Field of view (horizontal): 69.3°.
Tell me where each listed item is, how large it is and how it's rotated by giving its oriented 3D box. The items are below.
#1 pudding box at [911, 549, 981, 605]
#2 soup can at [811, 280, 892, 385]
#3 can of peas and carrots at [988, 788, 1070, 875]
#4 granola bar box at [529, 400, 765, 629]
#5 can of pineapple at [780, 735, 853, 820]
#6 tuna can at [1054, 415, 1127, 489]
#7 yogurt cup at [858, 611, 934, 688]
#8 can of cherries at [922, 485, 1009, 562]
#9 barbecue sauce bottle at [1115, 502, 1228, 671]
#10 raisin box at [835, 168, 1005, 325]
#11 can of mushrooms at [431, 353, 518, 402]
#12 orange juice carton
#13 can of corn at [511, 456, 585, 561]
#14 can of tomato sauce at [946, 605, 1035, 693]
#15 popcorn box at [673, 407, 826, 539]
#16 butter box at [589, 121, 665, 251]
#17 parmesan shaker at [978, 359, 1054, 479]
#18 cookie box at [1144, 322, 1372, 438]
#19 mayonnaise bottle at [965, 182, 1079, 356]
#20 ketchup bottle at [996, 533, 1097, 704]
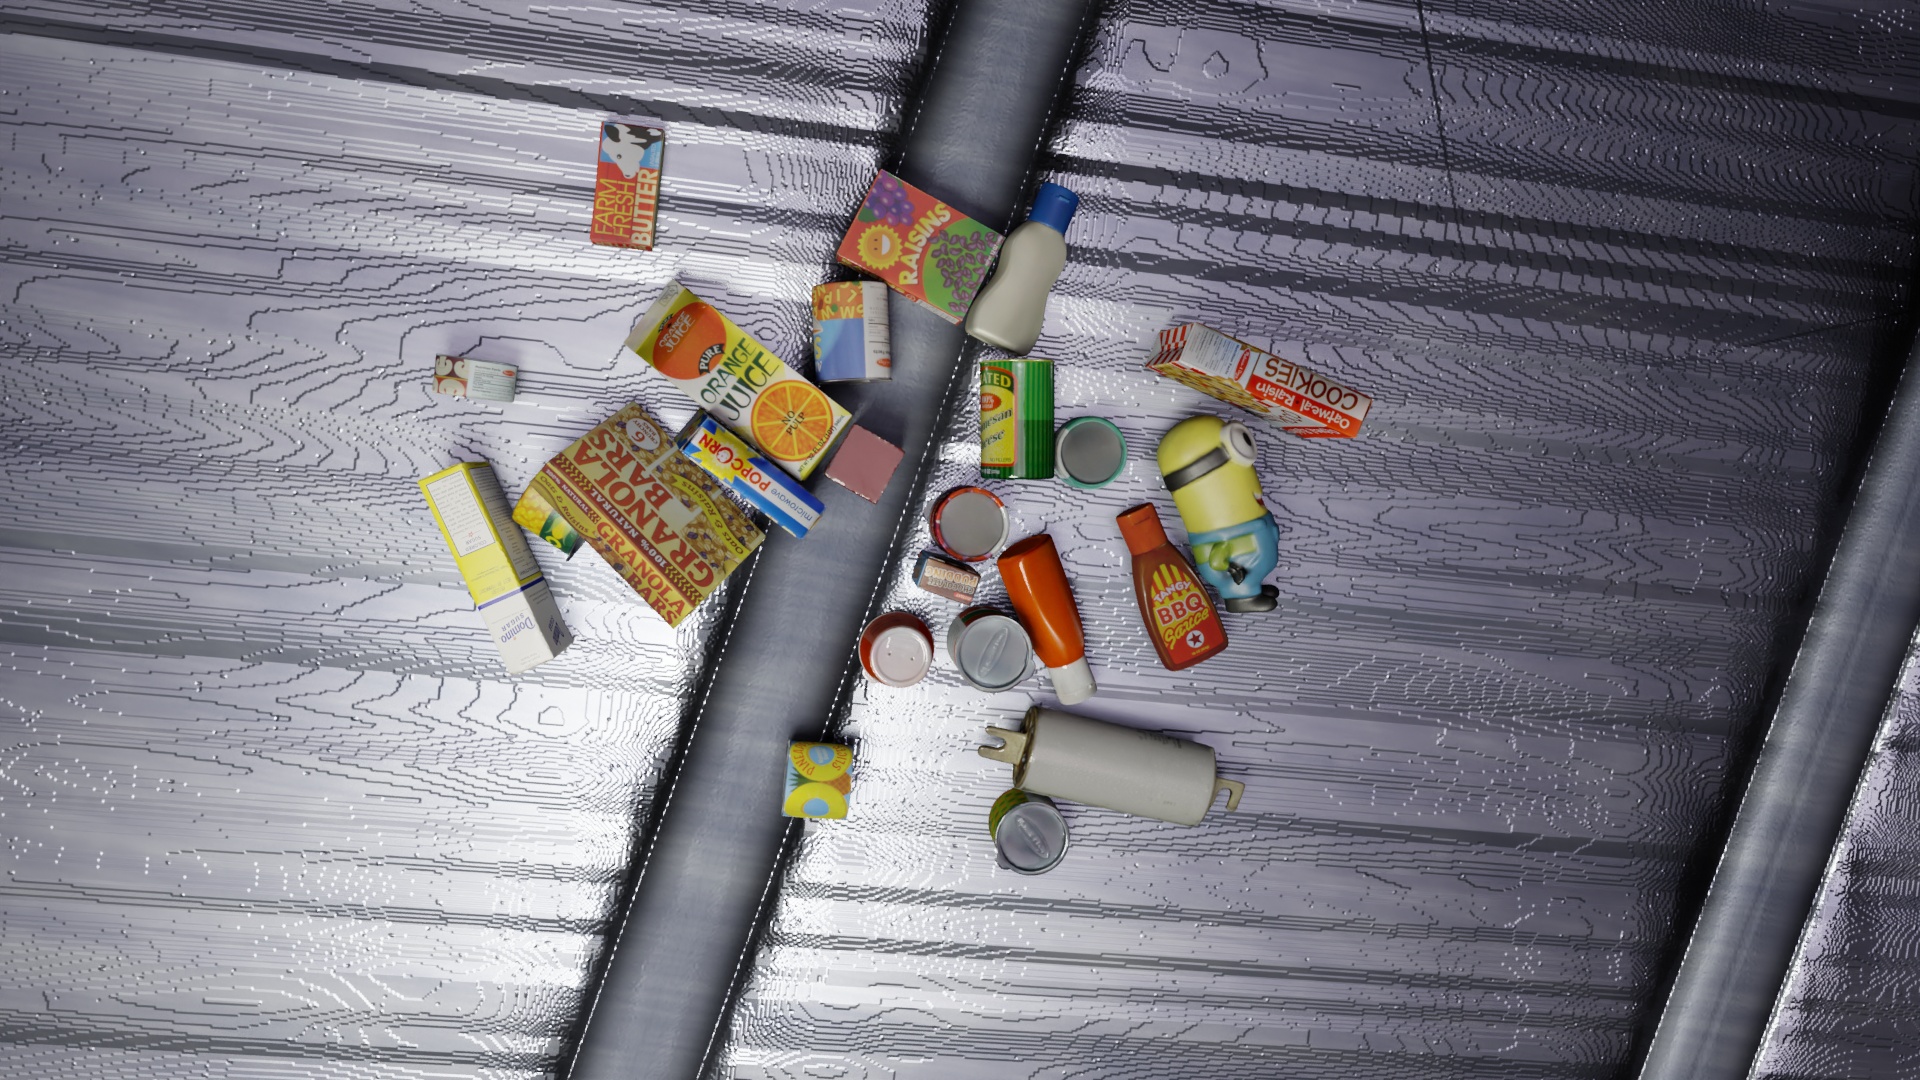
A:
[{"bbox_3d":[-0.014,0.031,1.205,0.050,0.084,0.030,20,92,-8],"label":"pudding box"},{"bbox_3d":[-0.096,-0.177,1.194,0.071,0.071,0.083,-3,93,-6],"label":"soup can"},{"bbox_3d":[0.058,0.260,1.239,0.071,0.059,0.071,0,94,-6],"label":"can of peas and carrots"},{"bbox_3d":[-0.256,-0.025,1.157,0.165,0.125,0.039,46,126,-7],"label":"granola bar box"},{"bbox_3d":[-0.125,0.208,1.210,0.058,0.071,0.071,6,93,-8],"label":"can of pineapple"},{"bbox_3d":[0.117,-0.078,1.240,0.071,0.033,0.071,0,93,-6],"label":"tuna can"},{"bbox_3d":[-0.054,0.099,1.220,0.072,0.054,0.072,0,93,-7],"label":"yogurt cup"},{"bbox_3d":[0.004,-0.015,1.217,0.071,0.058,0.071,0,94,-7],"label":"can of cherries"},{"bbox_3d":[0.185,0.039,1.249,0.065,0.043,0.148,-25,95,-4],"label":"barbecue sauce bottle"},{"bbox_3d":[-0.035,-0.255,1.210,0.123,0.040,0.086,27,91,-8],"label":"raisin box"},{"bbox_3d":[-0.407,-0.136,1.162,0.071,0.071,0.033,7,94,-7],"label":"can of mushrooms"},{"bbox_3d":[-0.189,-0.136,1.182,0.192,0.073,0.072,38,89,-7],"label":"orange juice carton"},{"bbox_3d":[-0.337,-0.027,1.174,0.058,0.071,0.071,34,89,-7],"label":"can of corn"},{"bbox_3d":[0.026,0.094,1.213,0.071,0.083,0.071,0,94,-6],"label":"can of tomato sauce"},{"bbox_3d":[-0.178,-0.057,1.171,0.126,0.085,0.038,38,90,-18],"label":"popcorn box"},{"bbox_3d":[-0.284,-0.302,1.186,0.053,0.024,0.103,6,93,-7],"label":"butter box"},{"bbox_3d":[0.051,-0.105,1.211,0.071,0.071,0.103,-1,93,-6],"label":"parmesan shaker"},{"bbox_3d":[0.256,-0.138,1.206,0.167,0.123,0.040,22,92,-7],"label":"cookie box"},{"bbox_3d":[0.060,-0.239,1.220,0.065,0.041,0.148,24,89,-18],"label":"mayonnaise bottle"},{"bbox_3d":[0.081,0.072,1.232,0.043,0.065,0.148,-13,104,36],"label":"ketchup bottle"}]
